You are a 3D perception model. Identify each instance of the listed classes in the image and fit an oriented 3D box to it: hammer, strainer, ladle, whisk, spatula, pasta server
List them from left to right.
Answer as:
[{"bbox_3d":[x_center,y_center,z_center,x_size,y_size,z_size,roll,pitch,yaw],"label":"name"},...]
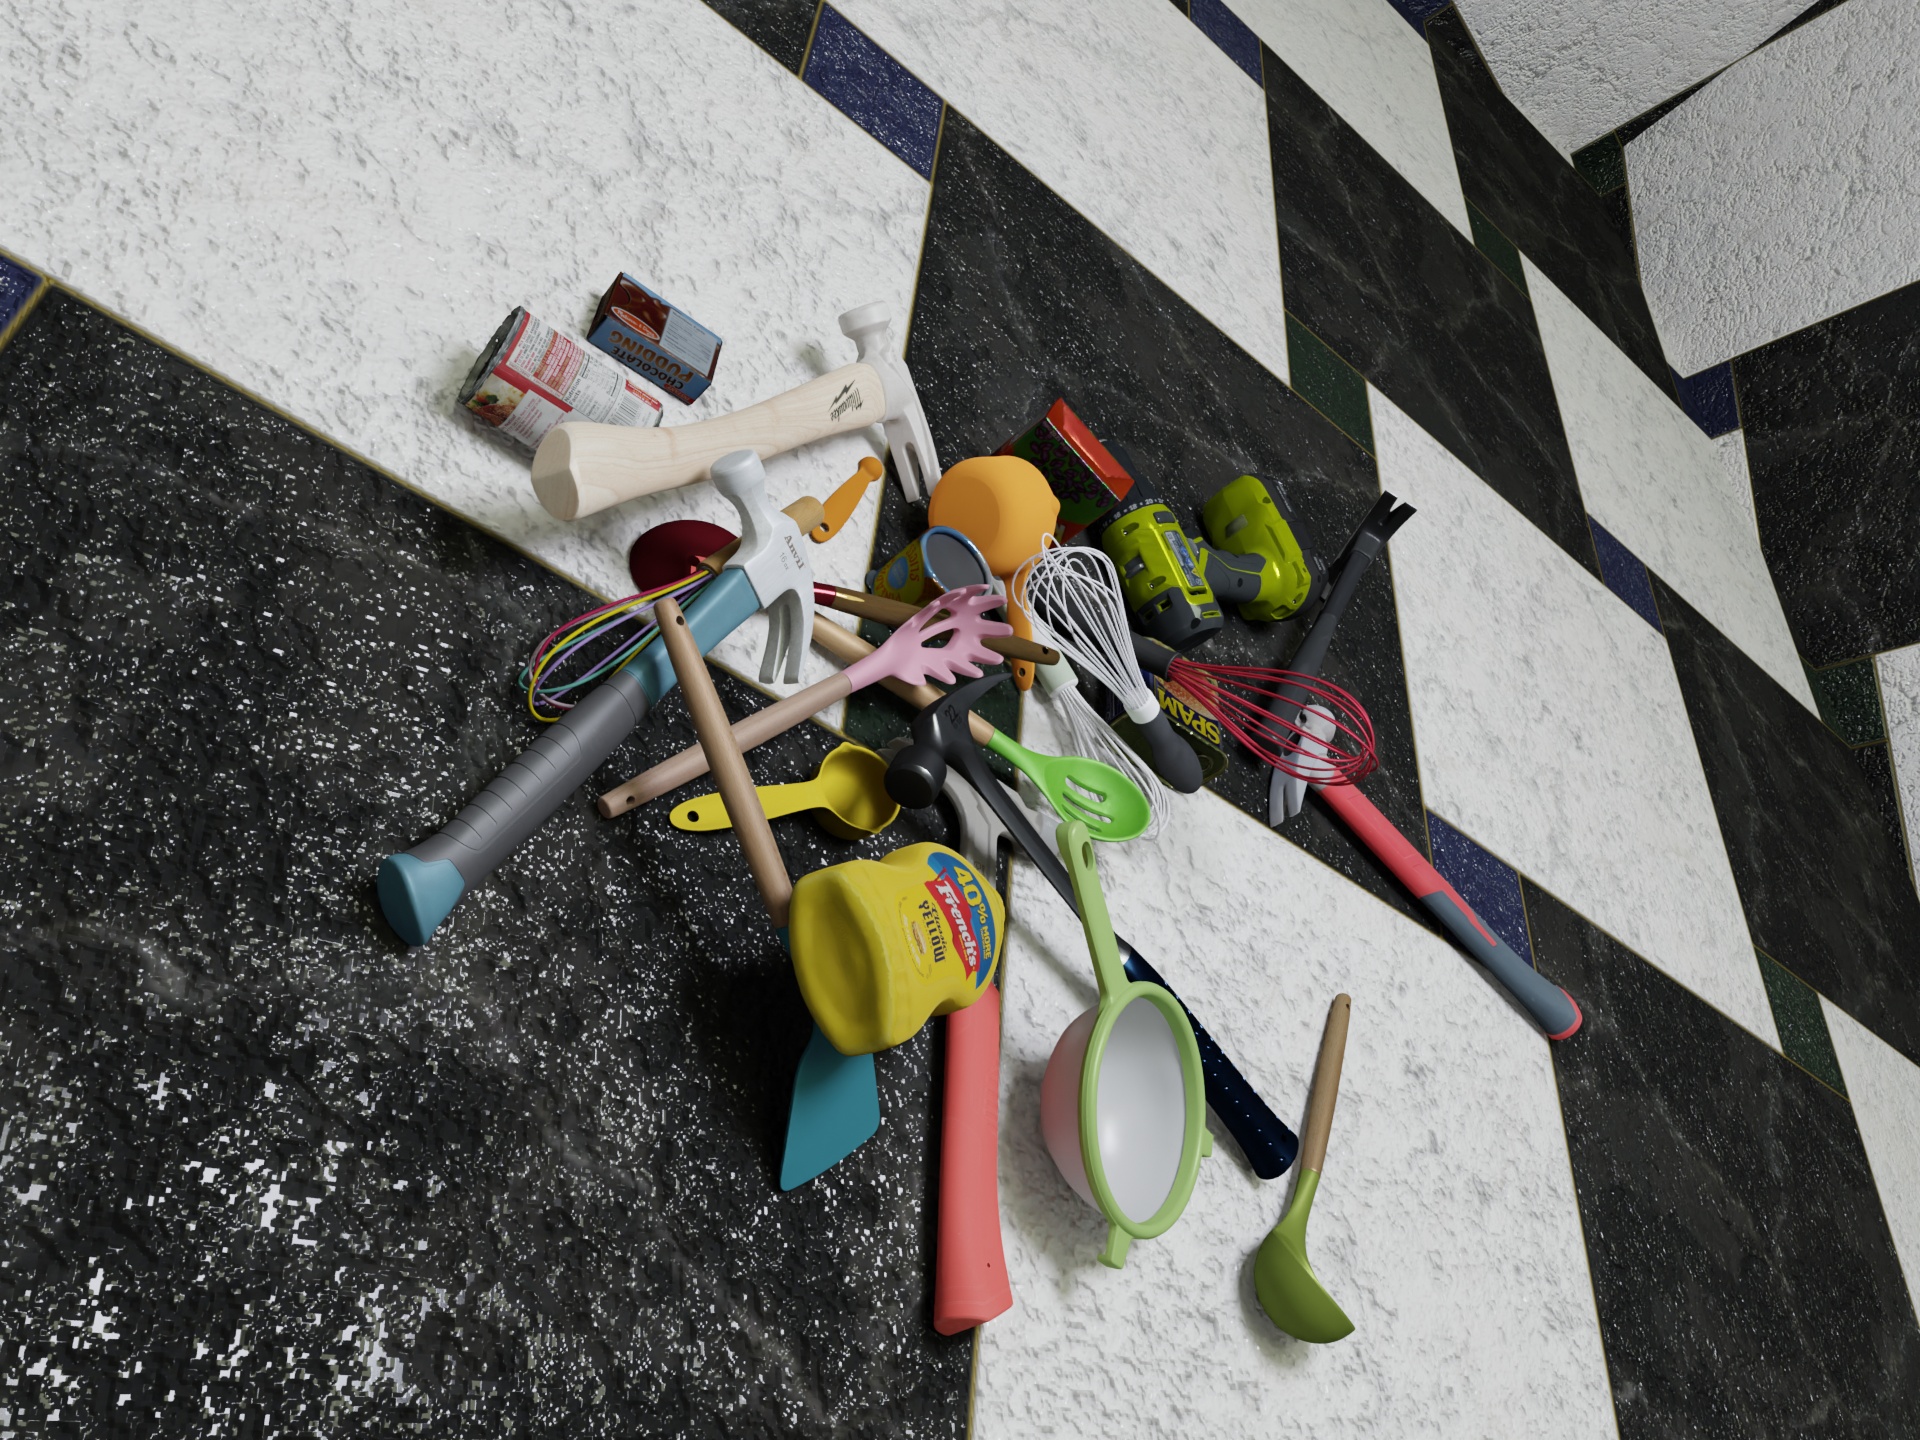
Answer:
[{"bbox_3d":[-0.184,-0.008,0.847,0.331,0.033,0.128,-50,128,-39],"label":"hammer"},{"bbox_3d":[-0.163,-0.071,0.932,0.245,0.051,0.047,-41,120,-40],"label":"whisk"},{"bbox_3d":[-0.109,0.087,0.849,0.082,0.044,0.317,-20,90,-50],"label":"spatula"},{"bbox_3d":[-0.125,-0.174,1.010,0.411,0.038,0.146,-38,112,-59],"label":"hammer"},{"bbox_3d":[-0.085,-0.012,0.963,0.316,0.040,0.060,-30,117,-40],"label":"pasta server"},{"bbox_3d":[-0.063,-0.074,1.043,0.315,0.031,0.069,13,61,-31],"label":"ladle"},{"bbox_3d":[0.000,0.179,0.954,0.149,0.036,0.359,29,45,-29],"label":"hammer"},{"bbox_3d":[0.081,-0.017,1.177,0.058,0.059,0.246,-26,77,-24],"label":"whisk"},{"bbox_3d":[0.075,0.185,0.960,0.151,0.069,0.256,-27,105,-55],"label":"strainer"},{"bbox_3d":[0.101,0.143,1.041,0.405,0.035,0.144,52,35,-16],"label":"hammer"},{"bbox_3d":[0.115,-0.030,1.118,0.284,0.070,0.070,52,31,-44],"label":"whisk"},{"bbox_3d":[0.172,-0.031,1.161,0.296,0.073,0.073,27,28,29],"label":"whisk"},{"bbox_3d":[0.324,-0.079,1.425,0.035,0.146,0.335,32,48,4],"label":"hammer"},{"bbox_3d":[0.261,0.299,1.122,0.078,0.062,0.320,52,35,-15],"label":"ladle"},{"bbox_3d":[0.413,0.160,1.396,0.386,0.038,0.143,44,41,-13],"label":"hammer"}]

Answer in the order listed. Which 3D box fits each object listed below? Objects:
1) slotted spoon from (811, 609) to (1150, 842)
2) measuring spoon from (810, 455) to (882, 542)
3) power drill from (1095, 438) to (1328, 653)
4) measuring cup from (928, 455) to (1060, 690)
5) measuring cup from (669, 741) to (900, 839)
[{"bbox_3d":[-0.002,-0.003,1.078,0.313,0.031,0.070,32,44,-17],"label":"slotted spoon"},{"bbox_3d":[-0.080,-0.160,1.139,0.021,0.011,0.117,44,39,-13],"label":"measuring spoon"},{"bbox_3d":[0.208,-0.158,1.387,0.228,0.080,0.191,-9,70,-46],"label":"power drill"},{"bbox_3d":[0.024,-0.106,1.152,0.052,0.095,0.173,-8,91,-53],"label":"measuring cup"},{"bbox_3d":[-0.107,0.052,0.953,0.156,0.029,0.062,-8,68,-36],"label":"measuring cup"}]
